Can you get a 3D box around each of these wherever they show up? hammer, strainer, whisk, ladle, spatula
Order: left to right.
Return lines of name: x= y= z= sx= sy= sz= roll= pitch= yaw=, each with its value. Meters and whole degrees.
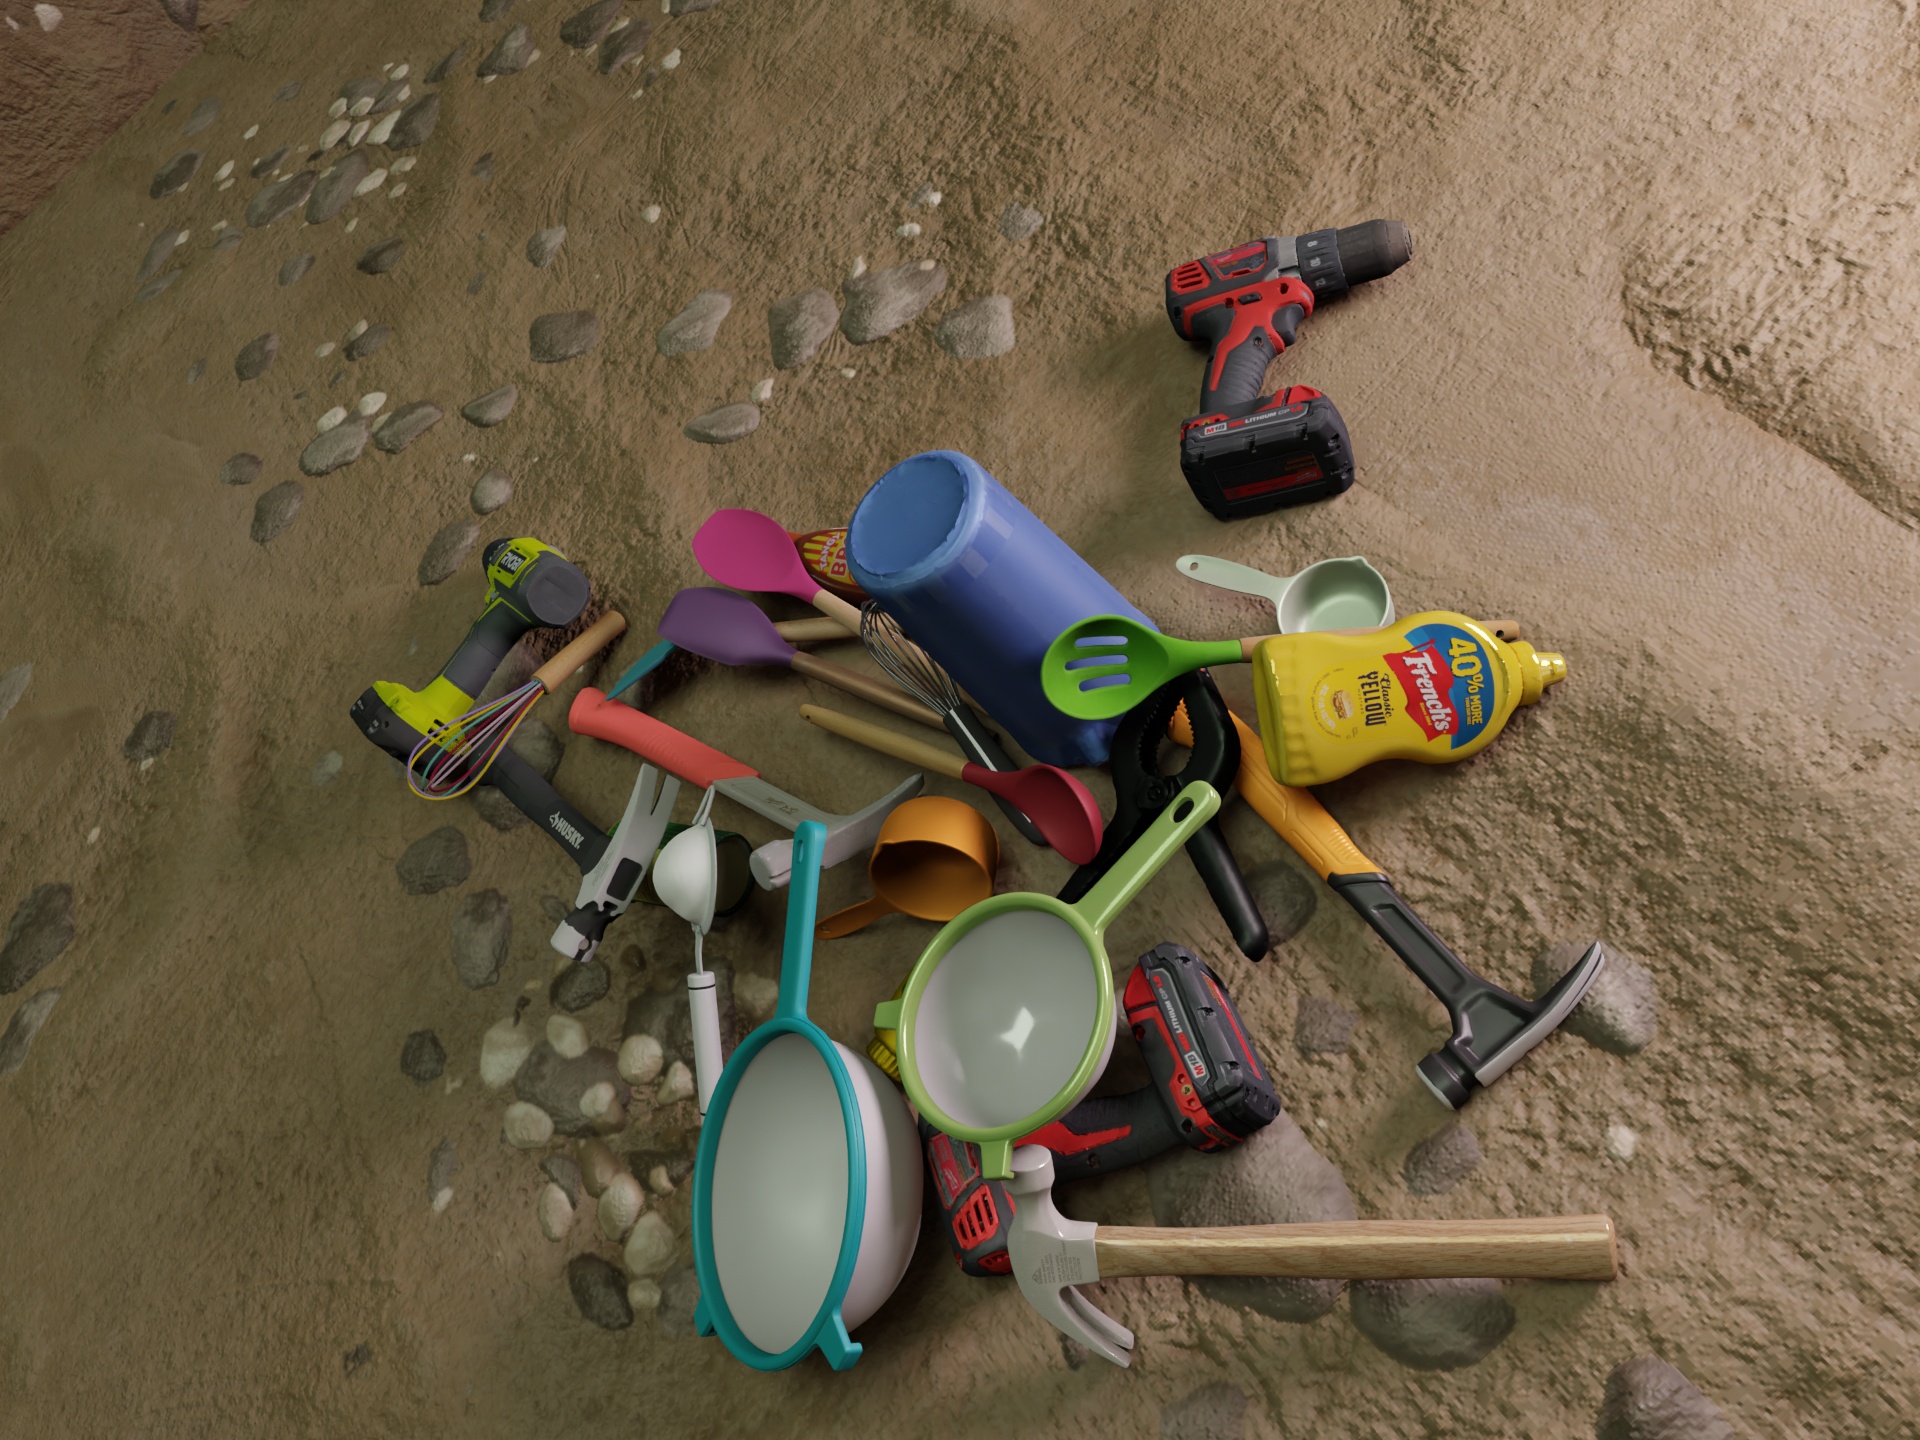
whisk: x=-0.370 y=-0.014 z=1.350 sx=0.047 sy=0.051 sz=0.245 roll=17 pitch=49 yaw=32
hammer: x=-0.327 y=0.067 z=1.273 sx=0.335 sy=0.035 sz=0.146 roll=26 pitch=85 yaw=54
strainer: x=-0.186 y=0.177 z=1.127 sx=0.087 sy=0.050 sz=0.258 roll=176 pitch=88 yaw=-68
hammer: x=-0.192 y=0.033 z=1.253 sx=0.149 sy=0.036 sz=0.359 roll=-27 pitch=33 yaw=-34
spatula: x=-0.146 y=-0.063 z=1.301 sx=0.317 sy=0.044 sz=0.082 roll=-4 pitch=29 yaw=19
spatula: x=-0.107 y=-0.041 z=1.244 sx=0.316 sy=0.018 sz=0.060 roll=23 pitch=78 yaw=24
strainer: x=-0.081 y=0.238 z=1.030 sx=0.211 sy=0.095 sz=0.340 roll=-19 pitch=62 yaw=53
ladle: x=-0.013 y=0.031 z=1.136 sx=0.031 sy=0.069 sz=0.316 roll=-29 pitch=34 yaw=-36
whisk: x=-0.002 y=-0.003 z=1.163 sx=0.055 sy=0.055 sz=0.239 roll=-38 pitch=68 yaw=5
strainer: x=0.074 y=0.144 z=0.948 sx=0.256 sy=0.069 sz=0.152 roll=-48 pitch=45 yaw=3
hammer: x=0.190 y=0.299 z=0.890 sx=0.331 sy=0.031 sz=0.130 roll=-6 pitch=104 yaw=16
hammer: x=0.243 y=0.081 z=1.010 sx=0.127 sy=0.034 sz=0.337 roll=-42 pitch=52 yaw=3

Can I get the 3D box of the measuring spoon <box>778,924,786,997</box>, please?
measuring spoon: x=-0.128 y=0.197 z=1.159 sx=0.034 sy=0.018 sz=0.124 roll=-12 pitch=58 yaw=23

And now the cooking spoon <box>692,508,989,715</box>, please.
cooking spoon: x=-0.093 y=-0.085 z=1.258 sx=0.319 sy=0.017 sz=0.069 roll=33 pitch=78 yaw=26

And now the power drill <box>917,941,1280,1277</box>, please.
power drill: x=0.073 y=0.237 z=0.994 sx=0.219 sy=0.078 sz=0.143 roll=-32 pitch=52 yaw=13

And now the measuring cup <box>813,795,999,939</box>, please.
measuring cup: x=-0.045 y=0.110 z=1.136 sx=0.173 sy=0.095 sz=0.052 roll=-30 pitch=31 yaw=38

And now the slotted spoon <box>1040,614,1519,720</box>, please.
slotted spoon: x=0.207 y=-0.045 z=1.033 sx=0.313 sy=0.070 sz=0.031 roll=-5 pitch=17 yaw=-1

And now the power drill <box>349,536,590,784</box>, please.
power drill: x=-0.441 y=-0.068 z=1.431 sx=0.228 sy=0.080 sz=0.191 roll=-53 pitch=34 yaw=-7

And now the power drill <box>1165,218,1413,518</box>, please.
power drill: x=0.247 y=-0.274 z=1.183 sx=0.188 sy=0.080 sz=0.227 roll=-11 pitch=56 yaw=23

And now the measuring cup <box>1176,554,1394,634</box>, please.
measuring cup: x=0.225 y=-0.083 z=1.111 sx=0.168 sy=0.038 sz=0.083 roll=23 pitch=76 yaw=38
